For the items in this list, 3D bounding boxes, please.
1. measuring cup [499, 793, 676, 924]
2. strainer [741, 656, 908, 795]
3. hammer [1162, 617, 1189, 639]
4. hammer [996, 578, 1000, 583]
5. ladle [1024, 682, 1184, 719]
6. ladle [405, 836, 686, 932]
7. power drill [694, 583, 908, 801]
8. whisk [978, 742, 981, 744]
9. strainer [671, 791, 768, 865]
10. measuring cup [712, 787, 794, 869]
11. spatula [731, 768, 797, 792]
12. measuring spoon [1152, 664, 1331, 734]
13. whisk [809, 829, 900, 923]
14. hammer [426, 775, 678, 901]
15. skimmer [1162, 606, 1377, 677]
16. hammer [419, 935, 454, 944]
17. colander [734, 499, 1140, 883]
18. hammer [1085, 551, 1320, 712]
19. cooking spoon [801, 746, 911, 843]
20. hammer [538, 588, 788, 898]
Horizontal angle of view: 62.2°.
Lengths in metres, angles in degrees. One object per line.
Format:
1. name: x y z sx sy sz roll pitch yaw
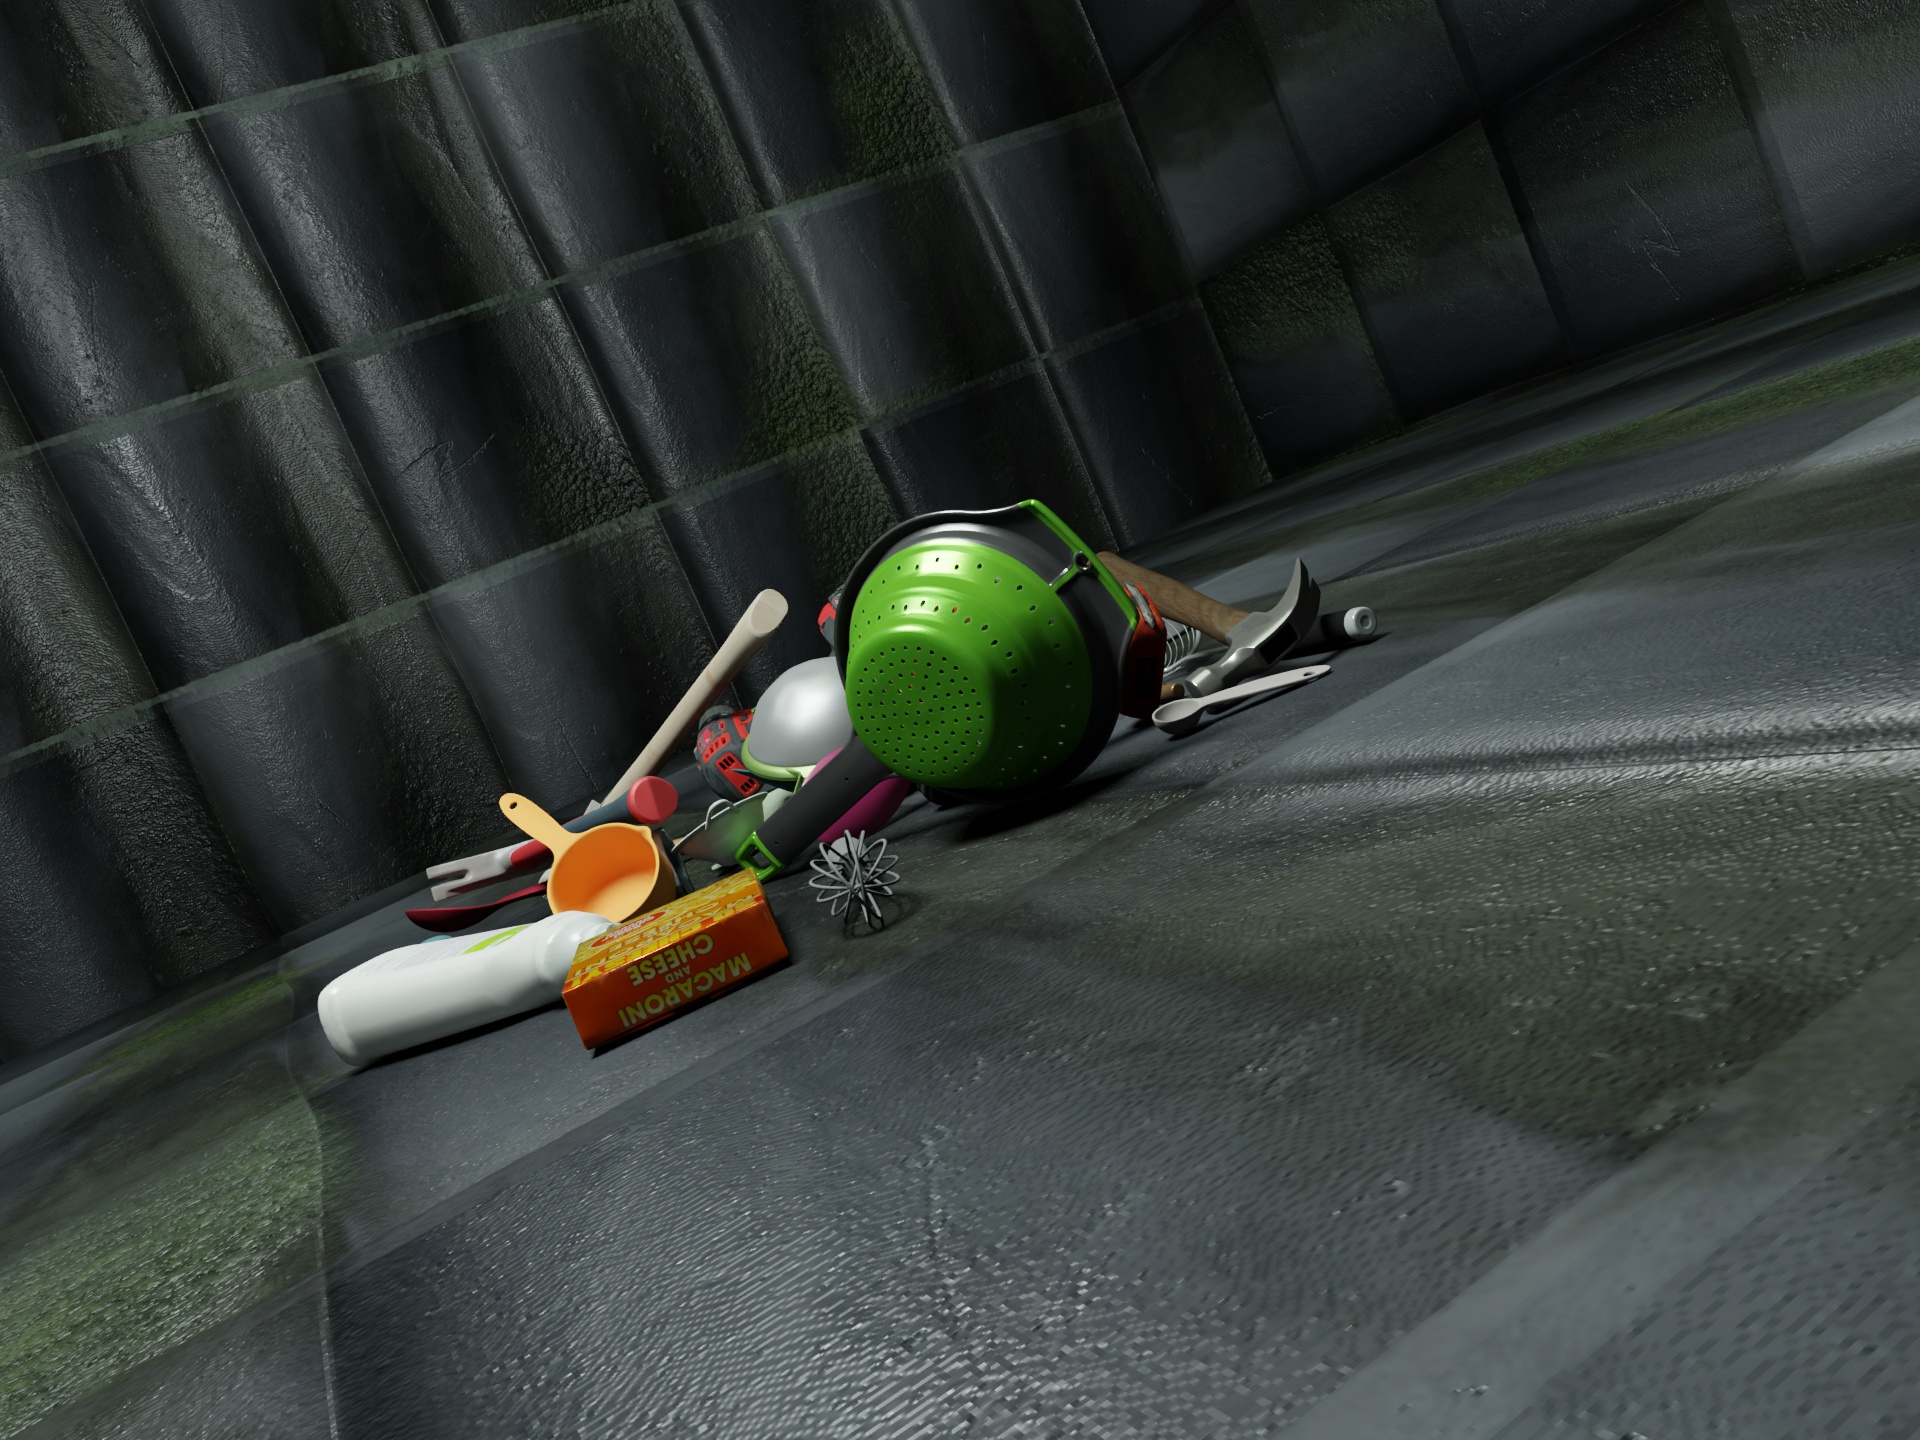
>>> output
1. measuring cup: -0.286 0.108 1.201 0.174 0.052 0.095 30 69 33
2. strainer: -0.123 0.010 1.301 0.151 0.069 0.256 -10 24 8
3. hammer: 0.118 -0.072 1.739 0.146 0.035 0.335 -27 7 -28
4. hammer: 0.010 -0.079 1.521 0.149 0.036 0.359 -22 14 -6
5. ladle: 0.091 -0.027 1.359 0.078 0.062 0.320 -18 6 -27
6. ladle: -0.354 0.146 1.486 0.315 0.031 0.069 -16 0 -24
7. power drill: -0.162 -0.027 1.521 0.226 0.080 0.188 -41 21 0
8. whisk: -0.013 0.013 1.432 0.070 0.070 0.284 -24 1 -2
9. strainer: -0.196 0.094 1.292 0.087 0.050 0.258 -31 2 -15
10. measuring cup: -0.184 0.093 1.410 0.083 0.038 0.167 -21 4 23
11. spatula: -0.088 0.033 1.482 0.082 0.044 0.317 6 15 28
12. measuring spoon: 0.191 -0.013 1.071 0.124 0.018 0.034 -16 20 2
13. whisk: -0.069 0.090 0.984 0.055 0.055 0.239 -24 2 -6
14. hammer: -0.342 0.101 1.352 0.143 0.038 0.386 -15 -4 -32
15. skimmer: 0.198 -0.084 1.272 0.127 0.090 0.363 -25 6 -23
16. hammer: -0.419 0.202 1.388 0.128 0.033 0.331 -26 6 -33
17. colander: -0.056 0.020 1.065 0.397 0.204 0.094 -42 1 36
18. hammer: 0.172 -0.094 1.244 0.130 0.031 0.331 -38 22 -4
19. cooking spoon: -0.002 -0.004 1.269 0.319 0.069 0.017 -36 2 -29
20. hammer: -0.284 0.015 1.546 0.410 0.038 0.146 -47 14 31
